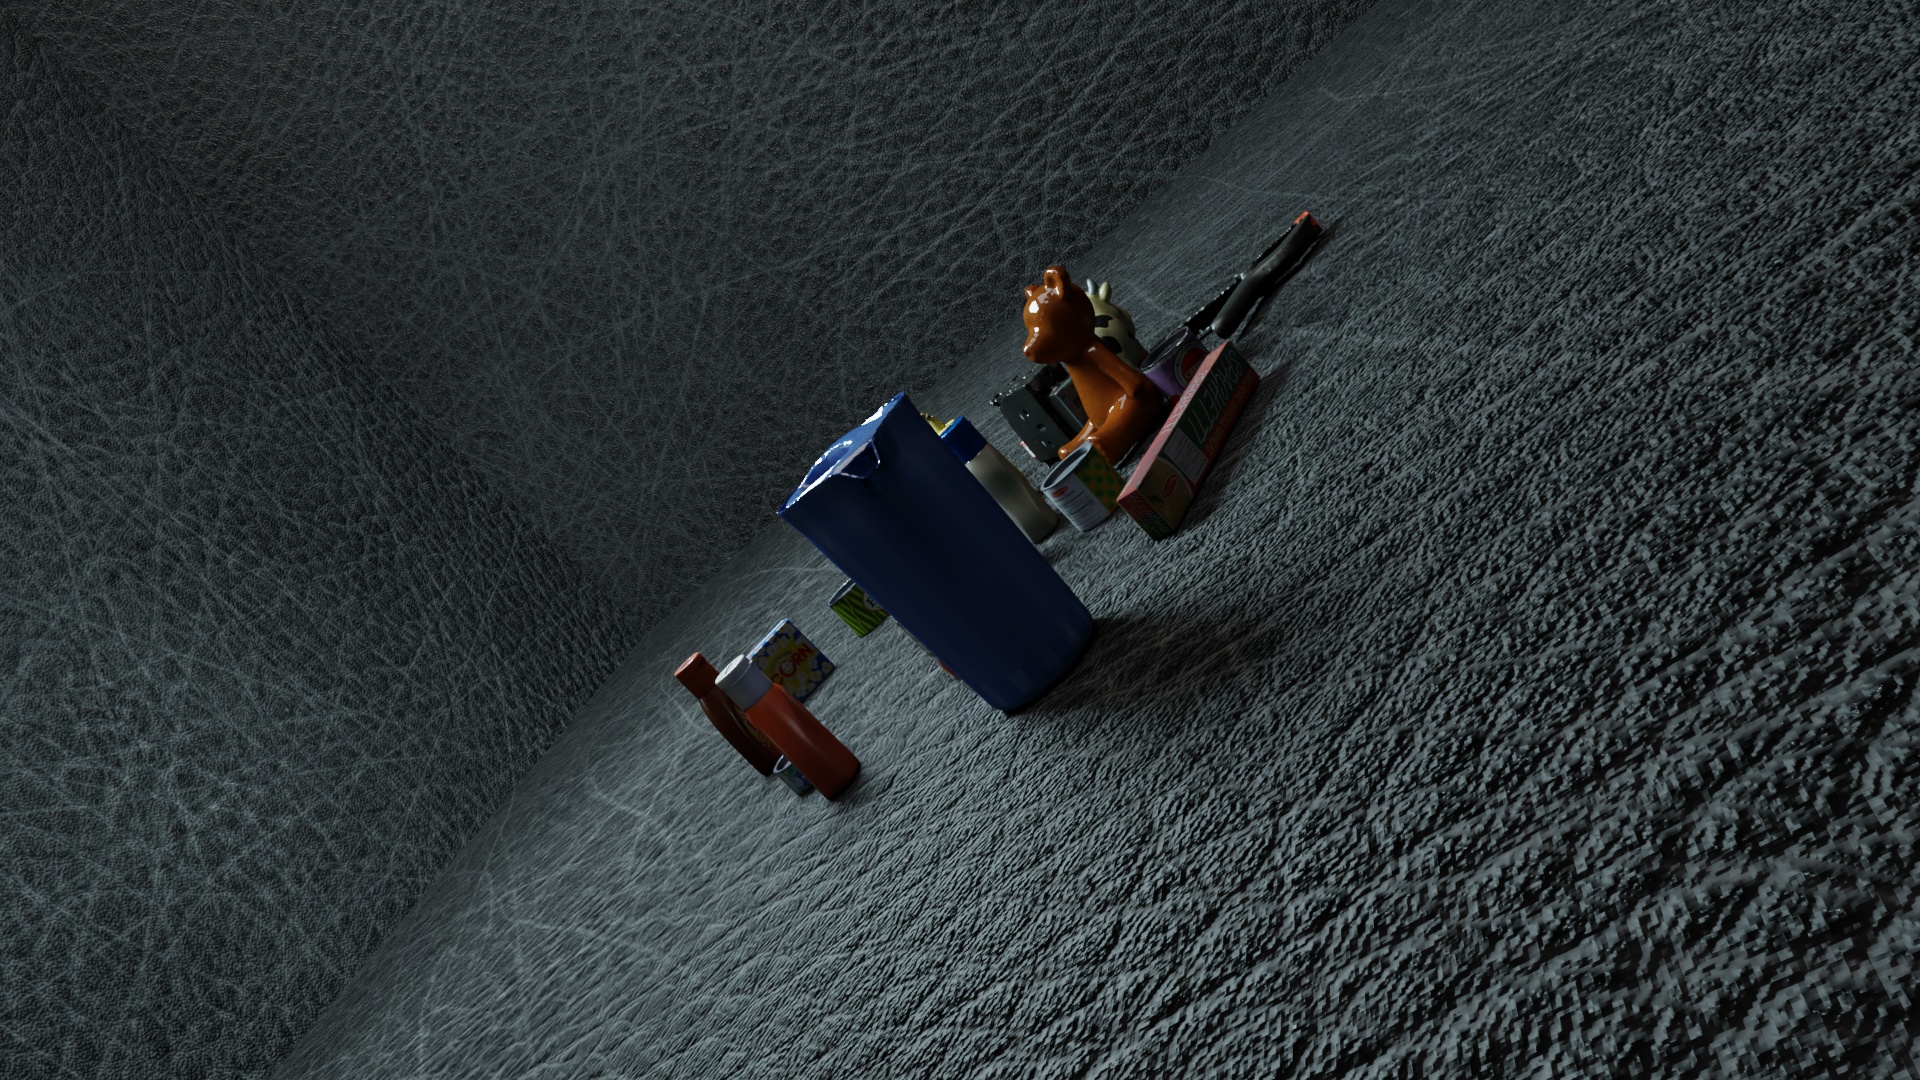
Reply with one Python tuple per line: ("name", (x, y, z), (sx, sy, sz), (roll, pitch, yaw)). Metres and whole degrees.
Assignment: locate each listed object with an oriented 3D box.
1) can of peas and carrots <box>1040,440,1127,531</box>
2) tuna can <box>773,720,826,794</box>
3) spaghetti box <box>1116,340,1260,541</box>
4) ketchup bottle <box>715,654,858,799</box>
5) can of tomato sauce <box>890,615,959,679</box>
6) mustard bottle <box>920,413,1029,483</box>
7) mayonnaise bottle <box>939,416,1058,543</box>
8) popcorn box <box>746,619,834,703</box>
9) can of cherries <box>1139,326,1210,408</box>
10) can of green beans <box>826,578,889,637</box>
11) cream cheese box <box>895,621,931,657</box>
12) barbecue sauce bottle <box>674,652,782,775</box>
("can of peas and carrots", (0.121, -0.052, 1.334), (0.071, 0.058, 0.071), (-42, 11, 10))
("tuna can", (-0.147, 0.212, 1.360), (0.071, 0.033, 0.071), (-42, 11, 10))
("spaghetti box", (0.203, -0.092, 1.210), (0.028, 0.050, 0.251), (-33, 14, 44))
("ketchup bottle", (-0.157, 0.167, 1.260), (0.043, 0.148, 0.065), (-43, 10, 4))
("can of tomato sauce", (-0.013, 0.076, 1.262), (0.071, 0.083, 0.071), (-42, 10, 10))
("mustard bottle", (0.013, -0.093, 1.617), (0.065, 0.160, 0.049), (-33, 15, 47))
("mayonnaise bottle", (0.039, -0.063, 1.438), (0.041, 0.148, 0.065), (-42, 10, 9))
("popcorn box", (-0.226, 0.168, 1.682), (0.127, 0.085, 0.038), (-47, 11, -18))
("can of cherries", (0.228, -0.177, 1.427), (0.071, 0.058, 0.072), (-42, 11, 10))
("can of green beans", (-0.122, 0.078, 1.726), (0.071, 0.058, 0.071), (-42, 11, 10))
("cream cheese box", (-0.021, 0.067, 1.406), (0.024, 0.053, 0.104), (-35, 13, 40))
("barbecue sauce bottle", (-0.249, 0.186, 1.521), (0.043, 0.148, 0.065), (-38, 11, 27))
